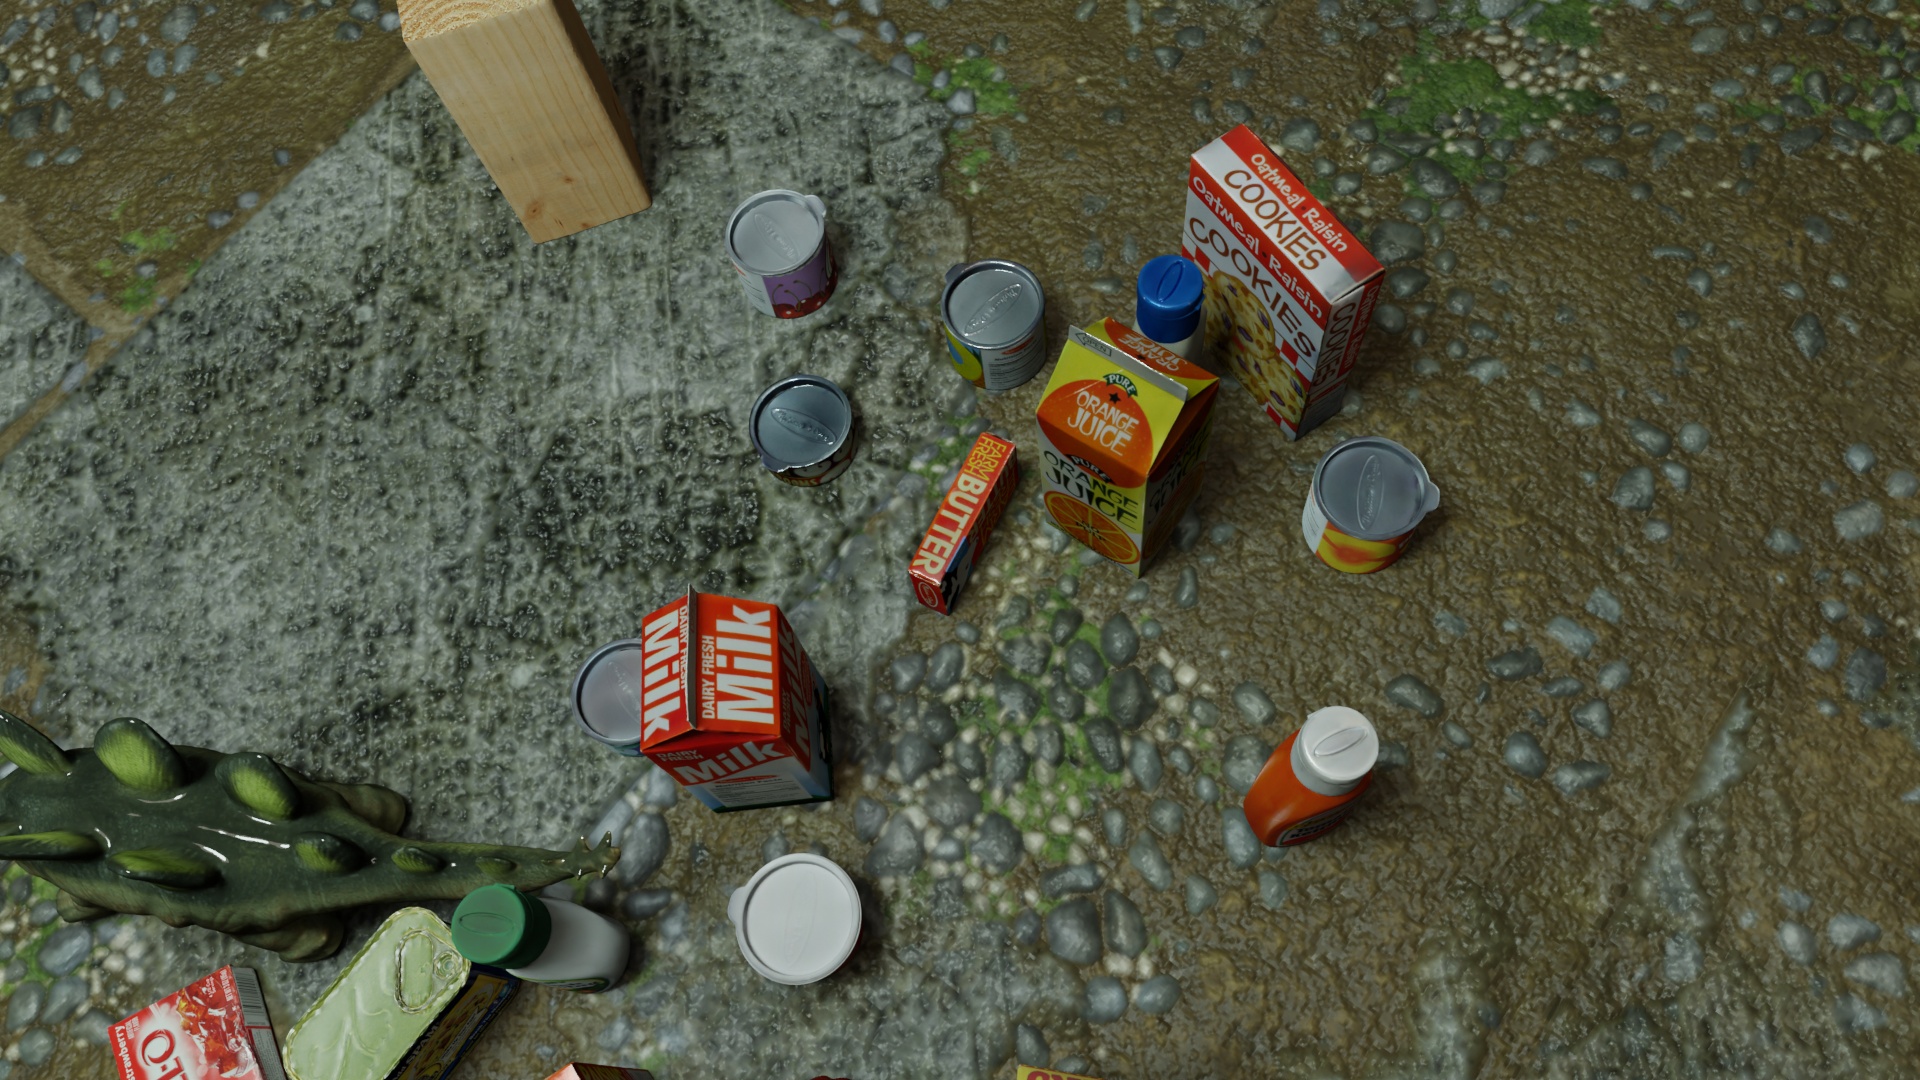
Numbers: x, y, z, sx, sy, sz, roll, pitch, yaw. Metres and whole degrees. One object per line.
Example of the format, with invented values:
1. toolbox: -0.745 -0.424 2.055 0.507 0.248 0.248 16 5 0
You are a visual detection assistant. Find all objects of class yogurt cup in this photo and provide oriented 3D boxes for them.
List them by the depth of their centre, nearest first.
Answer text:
1. yogurt cup: -0.084 0.210 0.761 0.072 0.053 0.072 -2 67 5

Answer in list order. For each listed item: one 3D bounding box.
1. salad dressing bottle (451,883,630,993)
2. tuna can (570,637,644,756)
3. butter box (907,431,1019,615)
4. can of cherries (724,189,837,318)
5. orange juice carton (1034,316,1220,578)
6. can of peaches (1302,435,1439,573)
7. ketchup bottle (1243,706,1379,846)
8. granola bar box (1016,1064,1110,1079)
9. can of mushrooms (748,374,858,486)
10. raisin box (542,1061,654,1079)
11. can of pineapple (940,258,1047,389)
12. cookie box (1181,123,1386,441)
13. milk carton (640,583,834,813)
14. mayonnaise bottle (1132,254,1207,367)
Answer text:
1. salad dressing bottle: -0.218 0.208 0.723 0.064 0.147 0.044 5 68 8
2. tuna can: -0.194 0.093 0.832 0.071 0.032 0.071 -2 67 5
3. butter box: 0.003 -0.011 0.845 0.024 0.053 0.104 23 71 14
4. can of cherries: -0.116 -0.192 0.930 0.071 0.058 0.072 -2 67 5
5. orange juice carton: 0.093 -0.056 0.780 0.072 0.192 0.073 33 74 17
6. can of peaches: 0.241 -0.019 0.824 0.071 0.058 0.071 -2 67 5
7. ketchup bottle: 0.184 0.122 0.720 0.065 0.148 0.043 -24 68 -5
8. granola bar box: 0.110 0.288 0.671 0.165 0.123 0.039 7 69 8
9. can of mushrooms: -0.101 -0.068 0.890 0.071 0.033 0.071 -2 67 5
10. raisin box: -0.201 0.304 0.695 0.086 0.123 0.040 -35 69 -9
11. can of pineapple: 0.022 -0.140 0.895 0.071 0.057 0.071 -2 67 5
12. cookie box: 0.184 -0.148 0.824 0.040 0.167 0.123 -33 68 -8
13. milk carton: -0.120 0.088 0.741 0.073 0.190 0.072 -7 67 3
14. mayonnaise bottle: 0.121 -0.115 0.826 0.041 0.147 0.065 24 72 14
